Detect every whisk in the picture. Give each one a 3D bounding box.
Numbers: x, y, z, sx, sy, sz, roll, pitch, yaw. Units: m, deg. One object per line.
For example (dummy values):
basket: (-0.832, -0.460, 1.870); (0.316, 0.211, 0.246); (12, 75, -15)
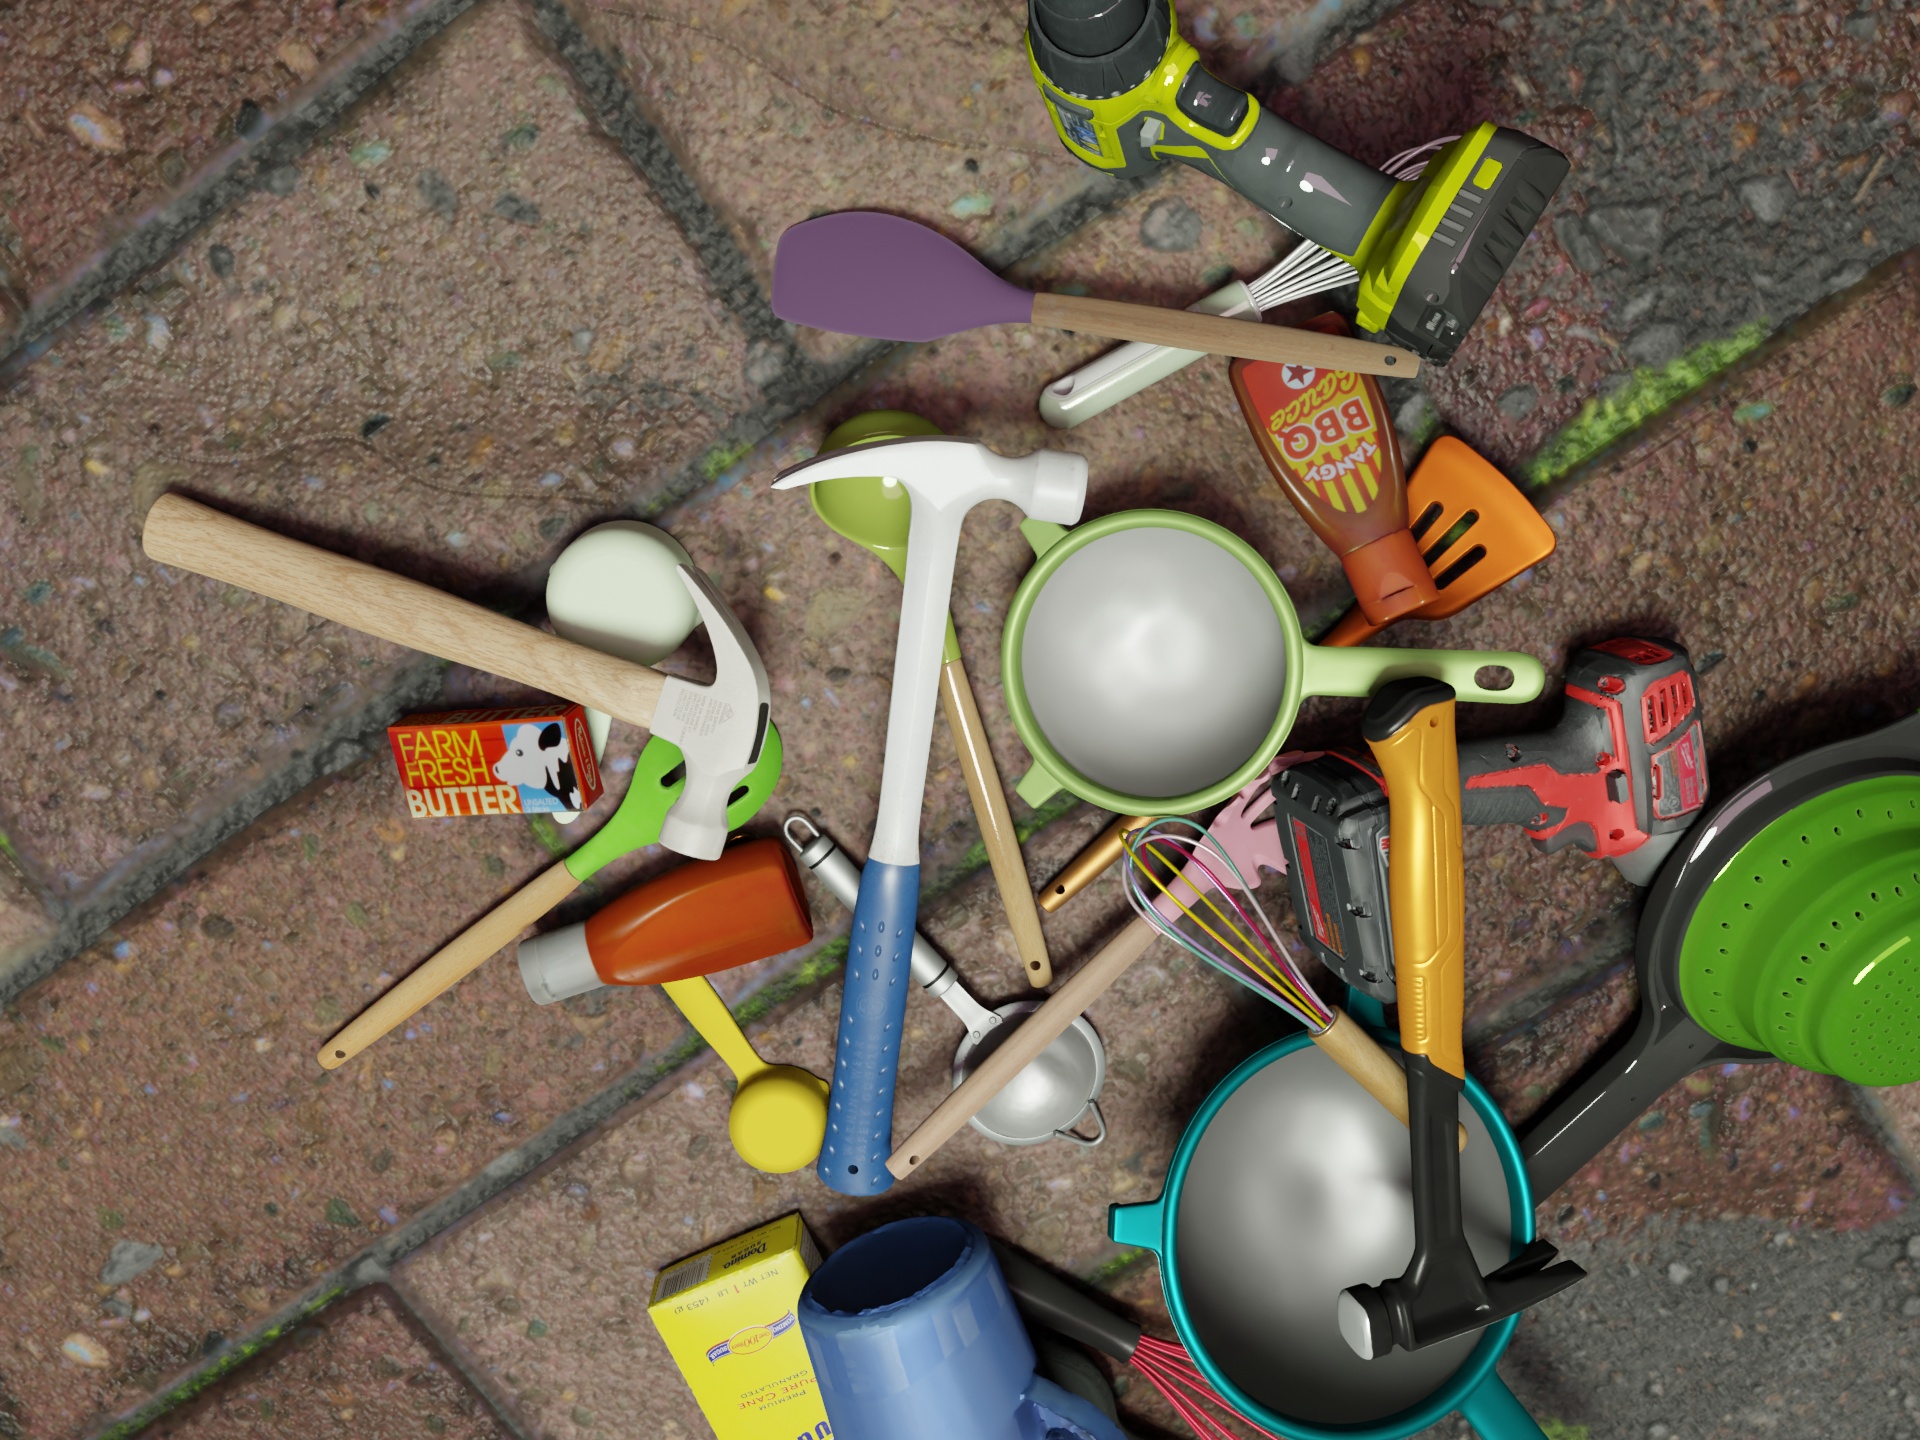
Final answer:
whisk: (0.148, -0.209, 0.778); (0.246, 0.058, 0.059); (-28, 132, 9)
whisk: (0.167, 0.134, 0.795); (0.245, 0.047, 0.051); (43, 74, -11)
whisk: (0.114, 0.364, 0.905); (0.296, 0.073, 0.073); (29, 101, -2)

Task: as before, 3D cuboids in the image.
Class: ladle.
ladle: (-0.001, -0.003, 0.814); (0.078, 0.062, 0.320); (-14, 104, 12)

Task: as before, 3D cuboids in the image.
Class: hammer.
hammer: (-0.249, -0.048, 0.778); (0.331, 0.031, 0.130); (20, 94, 8)
hammer: (0.231, 0.141, 0.756); (0.127, 0.034, 0.336); (-12, 107, -15)
hammer: (-0.038, 0.058, 0.796); (0.144, 0.035, 0.405); (8, 109, -1)

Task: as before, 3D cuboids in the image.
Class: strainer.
strainer: (0.151, -0.029, 0.784); (0.256, 0.069, 0.151); (3, 98, 18)
strainer: (-0.006, 0.148, 0.861); (0.087, 0.050, 0.258); (-42, 97, 2)
strainer: (0.231, 0.316, 0.859); (0.211, 0.095, 0.340); (-40, 95, -15)

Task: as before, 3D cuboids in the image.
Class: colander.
colander: (0.408, 0.175, 0.825); (0.204, 0.095, 0.397); (31, 108, -27)

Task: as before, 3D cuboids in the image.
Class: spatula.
spatula: (0.061, -0.197, 0.765); (0.316, 0.018, 0.059); (12, 102, 9)
spatula: (0.158, -0.008, 0.826); (0.322, 0.041, 0.081); (-43, 78, 10)

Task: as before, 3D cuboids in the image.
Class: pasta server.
pasta server: (0.081, 0.128, 0.831); (0.316, 0.040, 0.060); (-43, 110, -4)

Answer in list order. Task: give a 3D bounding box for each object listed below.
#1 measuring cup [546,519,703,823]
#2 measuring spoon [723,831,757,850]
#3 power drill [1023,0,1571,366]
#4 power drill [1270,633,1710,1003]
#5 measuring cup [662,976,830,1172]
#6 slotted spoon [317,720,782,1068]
measuring cup: (-0.186, -0.020, 0.817); (0.083, 0.038, 0.167); (17, 101, -5)
measuring spoon: (-0.159, 0.091, 0.859); (0.117, 0.011, 0.021); (-30, 126, 9)
power drill: (0.129, -0.246, 0.668); (0.228, 0.190, 0.080); (32, 98, 8)
power drill: (0.280, 0.054, 0.810); (0.219, 0.079, 0.143); (-19, 109, -11)
measuring cup: (-0.128, 0.183, 0.870); (0.062, 0.029, 0.156); (-33, 101, 6)
slotted spoon: (-0.225, 0.096, 0.851); (0.314, 0.031, 0.070); (-36, 112, 9)
